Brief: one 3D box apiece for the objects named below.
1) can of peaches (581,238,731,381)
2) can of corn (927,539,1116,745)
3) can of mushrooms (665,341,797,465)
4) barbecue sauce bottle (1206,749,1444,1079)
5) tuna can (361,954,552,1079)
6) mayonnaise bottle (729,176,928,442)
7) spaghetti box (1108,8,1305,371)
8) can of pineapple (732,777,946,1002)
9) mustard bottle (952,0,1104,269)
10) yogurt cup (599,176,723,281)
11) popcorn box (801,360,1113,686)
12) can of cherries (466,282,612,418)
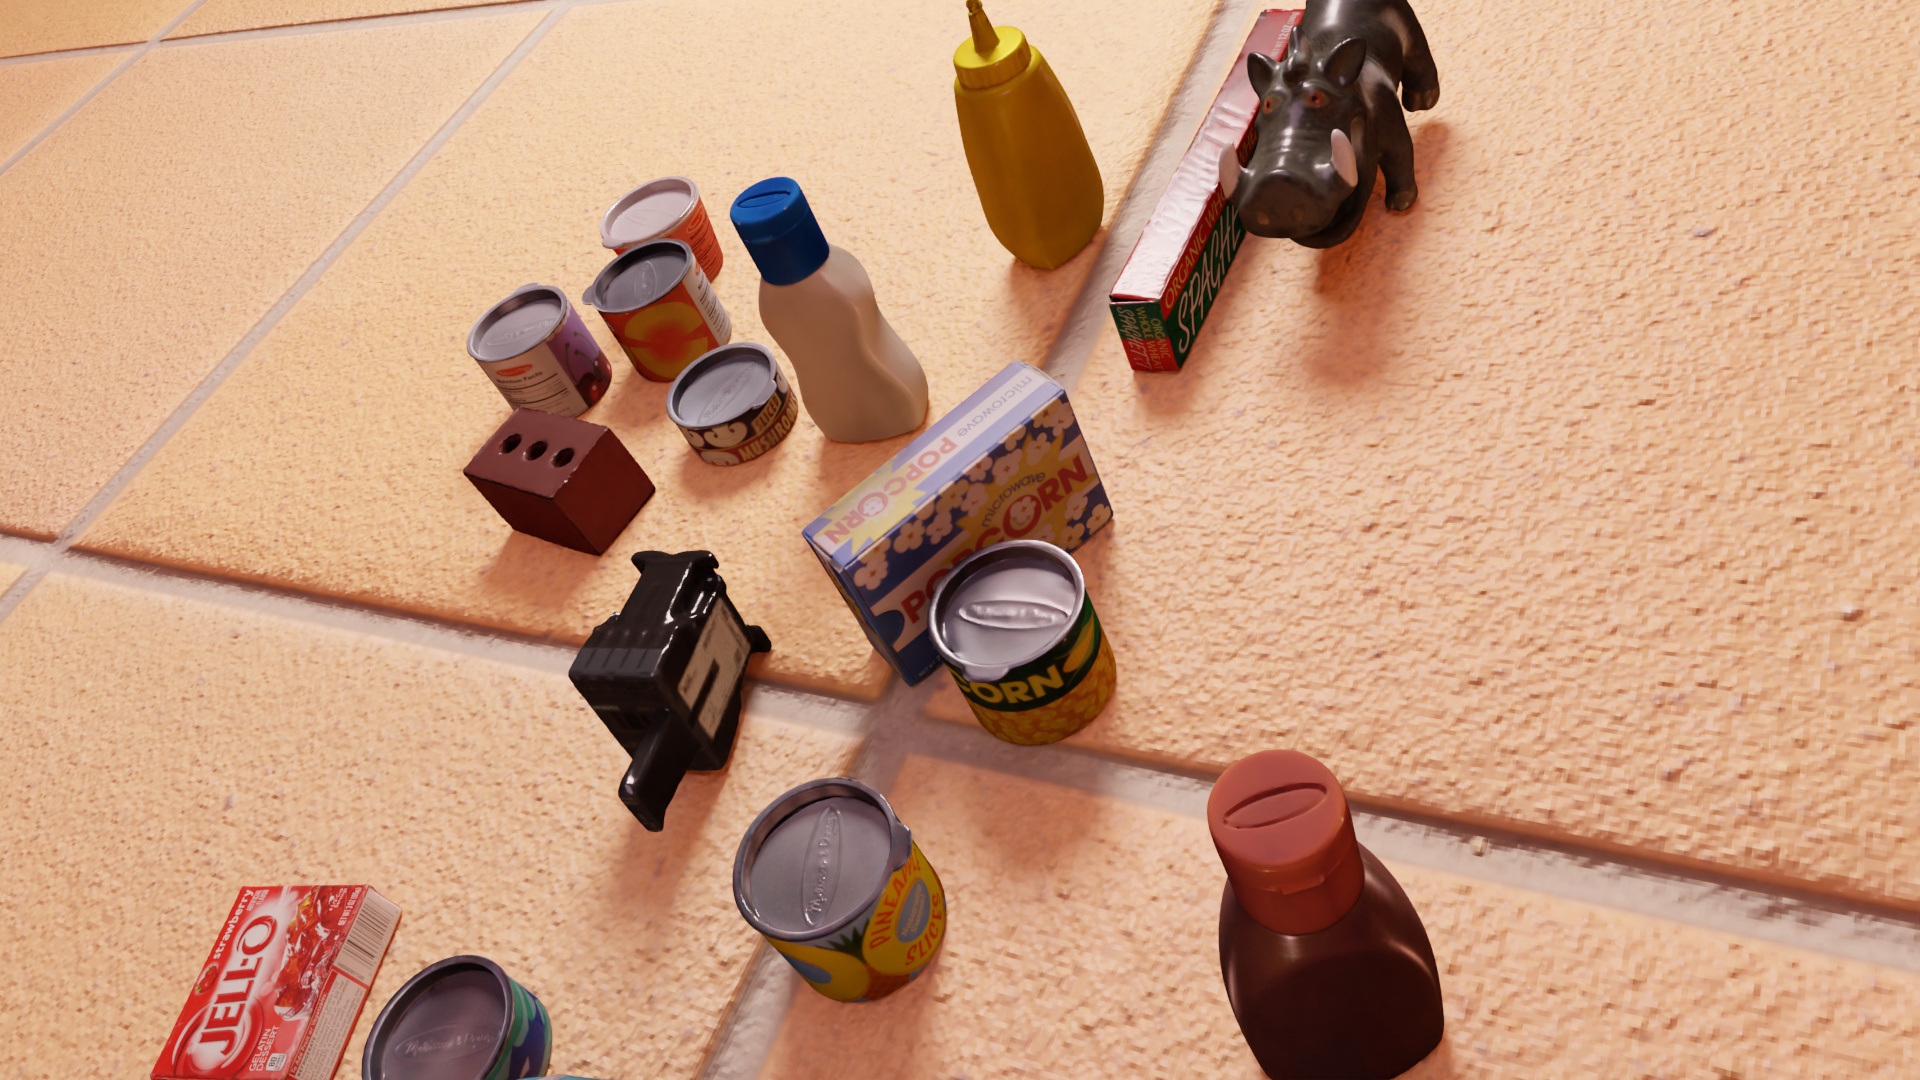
[{"bbox_3d":[-0.180,-0.137,0.831,0.071,0.057,0.071,-13,46,14],"label":"can of peaches"},{"bbox_3d":[0.026,0.045,0.575,0.071,0.058,0.071,-13,46,14],"label":"can of corn"},{"bbox_3d":[-0.124,-0.075,0.768,0.071,0.033,0.071,-12,46,14],"label":"can of mushrooms"},{"bbox_3d":[0.105,0.116,0.412,0.065,0.148,0.044,-19,45,8],"label":"barbecue sauce bottle"},{"bbox_3d":[-0.199,0.204,0.549,0.071,0.032,0.071,-12,46,14],"label":"tuna can"},{"bbox_3d":[-0.067,-0.112,0.695,0.065,0.147,0.041,-5,49,20],"label":"mayonnaise bottle"},{"bbox_3d":[0.140,-0.193,0.745,0.028,0.050,0.251,9,54,30],"label":"spaghetti box"},{"bbox_3d":[-0.043,0.133,0.526,0.071,0.057,0.071,-13,46,14],"label":"can of pineapple"},{"bbox_3d":[0.031,-0.222,0.742,0.065,0.159,0.049,-45,48,-18],"label":"mustard bottle"},{"bbox_3d":[-0.187,-0.191,0.886,0.072,0.053,0.073,-13,46,14],"label":"yogurt cup"},{"bbox_3d":[0.002,-0.008,0.614,0.127,0.085,0.038,-40,46,-13],"label":"popcorn box"},{"bbox_3d":[-0.253,-0.113,0.842,0.071,0.058,0.072,-13,46,14],"label":"can of cherries"}]
